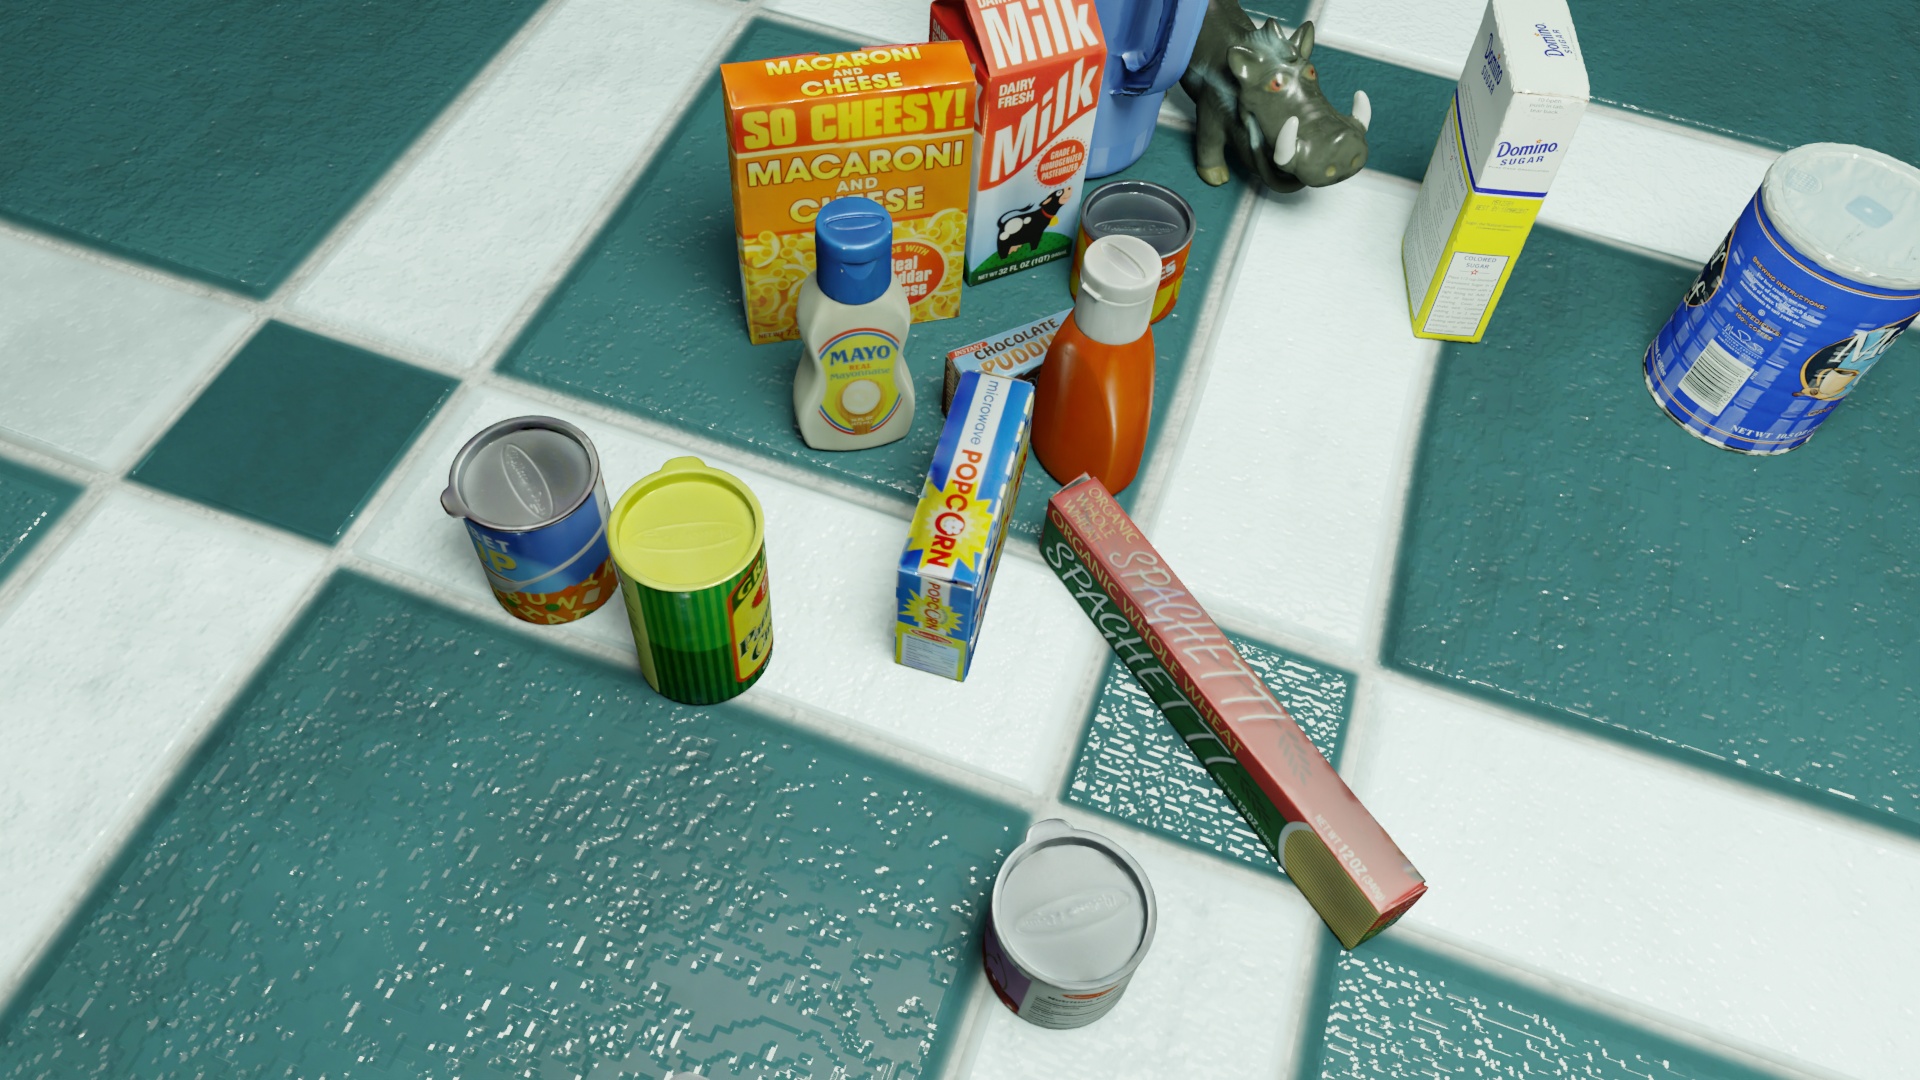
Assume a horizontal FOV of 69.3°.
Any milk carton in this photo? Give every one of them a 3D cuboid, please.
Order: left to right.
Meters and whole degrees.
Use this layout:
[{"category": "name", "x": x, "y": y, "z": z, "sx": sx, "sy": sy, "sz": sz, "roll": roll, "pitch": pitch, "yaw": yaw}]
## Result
[{"category": "milk carton", "x": 0.027, "y": -0.242, "z": 0.776, "sx": 0.072, "sy": 0.189, "sz": 0.074, "roll": -21, "pitch": 59, "yaw": -17}]

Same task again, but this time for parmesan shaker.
[{"category": "parmesan shaker", "x": -0.120, "y": 0.020, "z": 0.634, "sx": 0.071, "sy": 0.102, "sz": 0.071, "roll": 2, "pitch": 55, "yaw": -3}]

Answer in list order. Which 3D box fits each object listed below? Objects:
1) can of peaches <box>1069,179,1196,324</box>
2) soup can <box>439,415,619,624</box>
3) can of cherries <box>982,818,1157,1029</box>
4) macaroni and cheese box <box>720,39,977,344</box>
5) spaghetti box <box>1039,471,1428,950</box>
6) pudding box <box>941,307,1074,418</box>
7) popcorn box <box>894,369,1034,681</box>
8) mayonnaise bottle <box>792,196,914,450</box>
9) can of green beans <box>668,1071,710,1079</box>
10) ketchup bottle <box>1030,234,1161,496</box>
[{"category": "can of peaches", "x": 0.099, "y": -0.164, "z": 0.807, "sx": 0.071, "sy": 0.057, "sz": 0.071, "roll": 2, "pitch": 55, "yaw": -3}, {"category": "soup can", "x": -0.201, "y": -0.007, "z": 0.659, "sx": 0.071, "sy": 0.083, "sz": 0.072, "roll": 2, "pitch": 55, "yaw": -3}, {"category": "can of cherries", "x": 0.043, "y": 0.159, "z": 0.576, "sx": 0.071, "sy": 0.058, "sz": 0.072, "roll": 2, "pitch": 55, "yaw": -3}, {"category": "macaroni and cheese box", "x": -0.059, "y": -0.182, "z": 0.742, "sx": 0.124, "sy": 0.165, "sz": 0.040, "roll": -10, "pitch": 57, "yaw": -11}, {"category": "spaghetti box", "x": 0.117, "y": 0.073, "z": 0.647, "sx": 0.029, "sy": 0.050, "sz": 0.251, "roll": -25, "pitch": 61, "yaw": -20}, {"category": "pudding box", "x": 0.033, "y": -0.091, "z": 0.756, "sx": 0.084, "sy": 0.049, "sz": 0.030, "roll": -21, "pitch": 59, "yaw": -18}, {"category": "popcorn box", "x": 0.002, "y": -0.008, "z": 0.674, "sx": 0.038, "sy": 0.084, "sz": 0.127, "roll": 13, "pitch": 55, "yaw": 5}, {"category": "mayonnaise bottle", "x": -0.054, "y": -0.105, "z": 0.700, "sx": 0.065, "sy": 0.147, "sz": 0.041, "roll": -8, "pitch": 56, "yaw": -10}, {"category": "can of green beans", "x": -0.110, "y": 0.240, "z": 0.509, "sx": 0.071, "sy": 0.057, "sz": 0.071, "roll": 2, "pitch": 55, "yaw": -3}, {"category": "ketchup bottle", "x": 0.070, "y": -0.086, "z": 0.695, "sx": 0.044, "sy": 0.148, "sz": 0.065, "roll": -32, "pitch": 63, "yaw": -23}]
